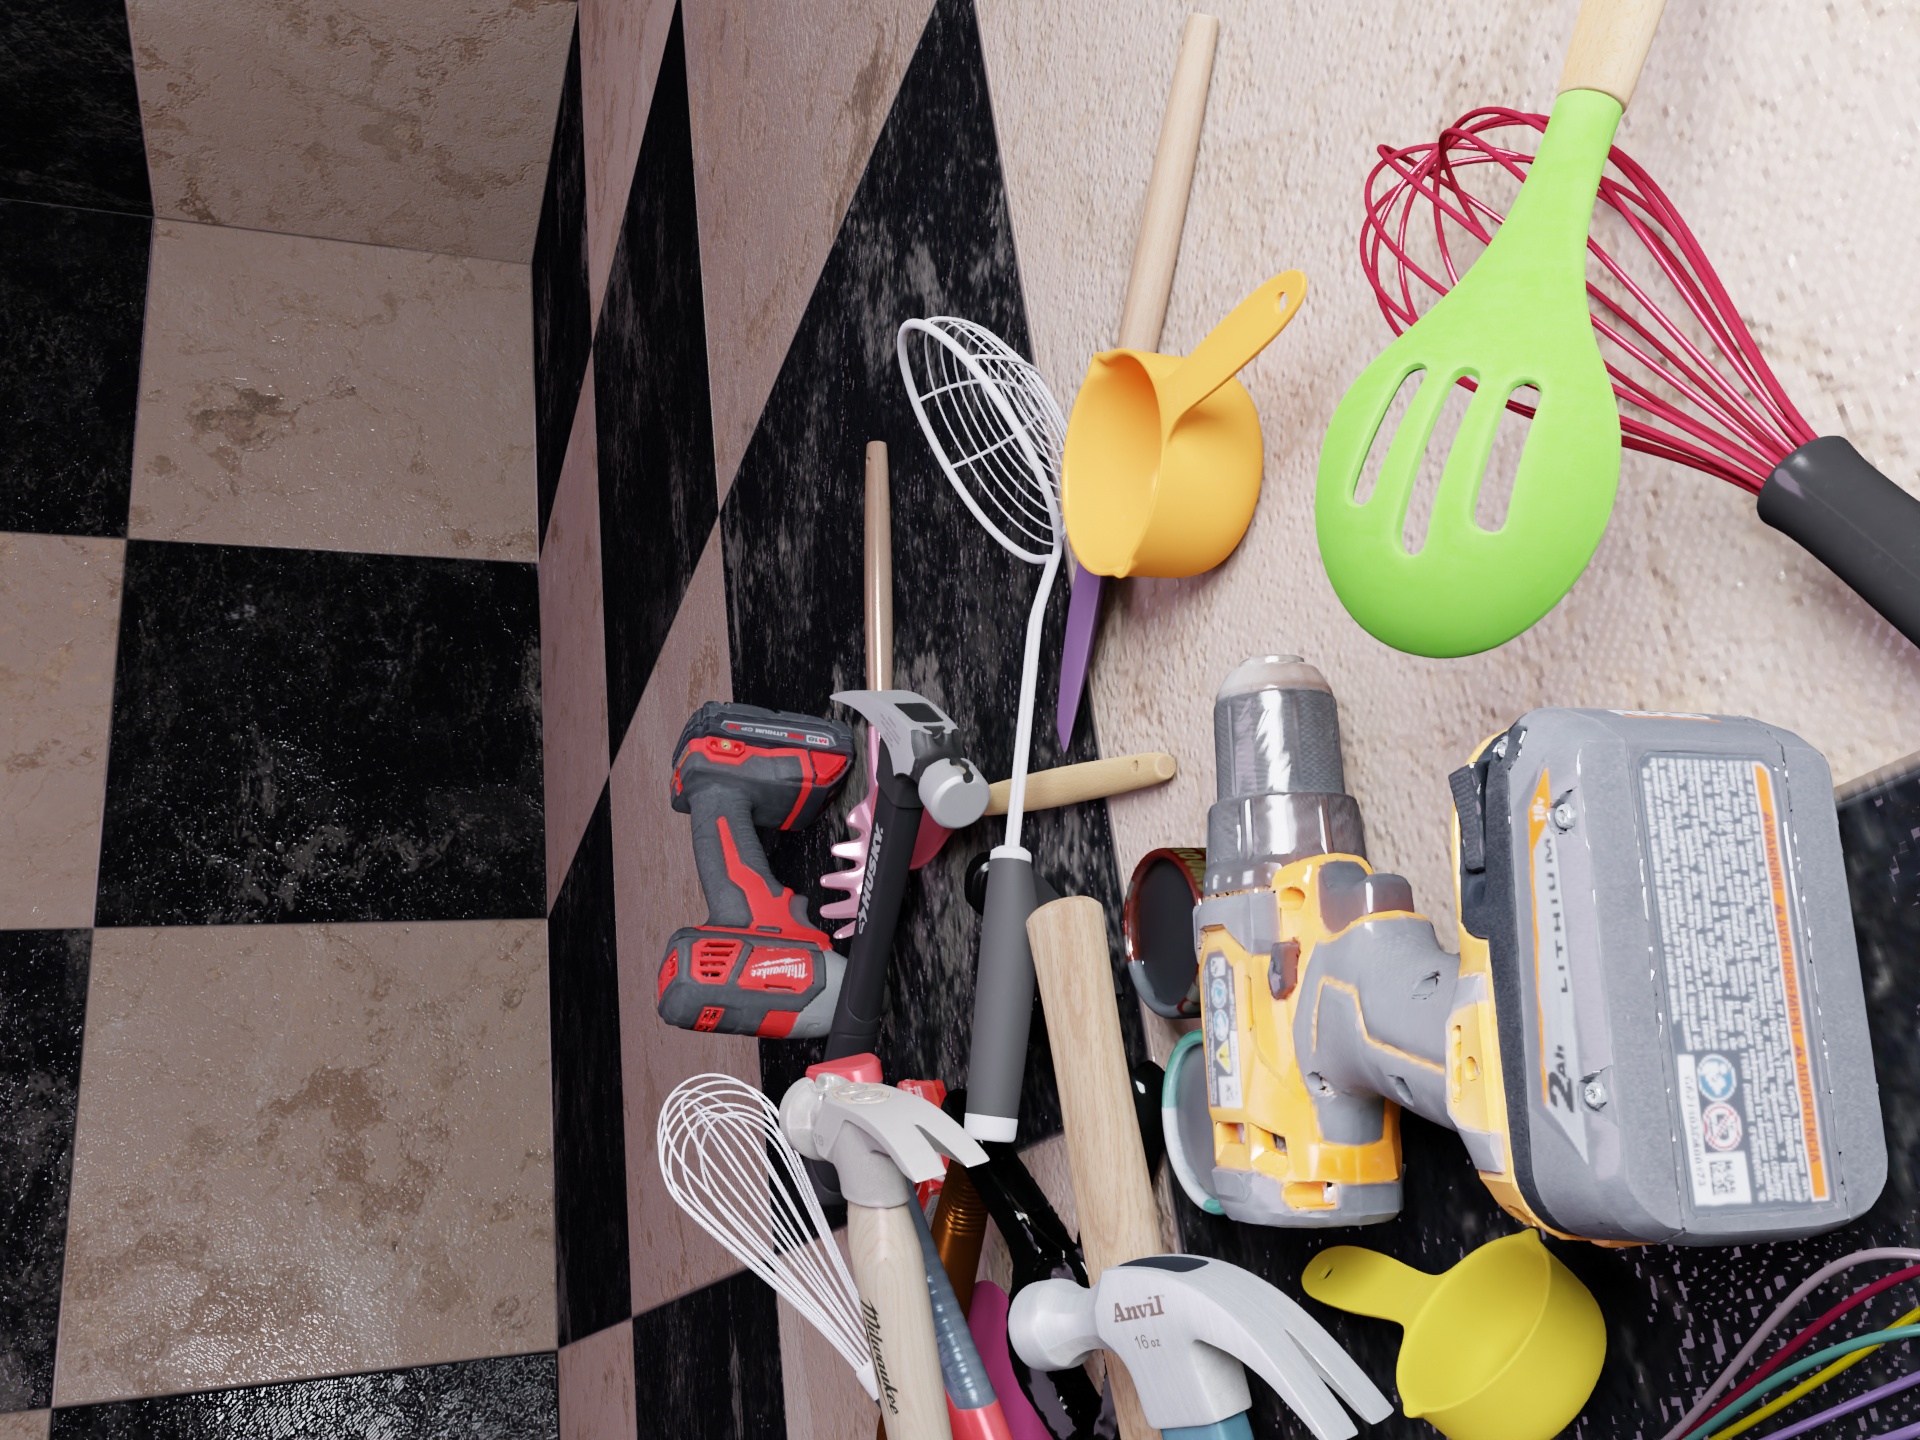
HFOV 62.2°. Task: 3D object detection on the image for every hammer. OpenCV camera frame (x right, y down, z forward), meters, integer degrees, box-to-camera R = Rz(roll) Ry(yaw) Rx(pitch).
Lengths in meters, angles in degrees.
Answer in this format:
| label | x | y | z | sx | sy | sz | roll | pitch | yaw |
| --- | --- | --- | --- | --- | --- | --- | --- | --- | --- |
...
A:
| label | x | y | z | sx | sy | sz | roll | pitch | yaw |
| --- | --- | --- | --- | --- | --- | --- | --- | --- | --- |
| hammer | 0.006 | 0.330 | 0.719 | 0.387 | 0.038 | 0.143 | 63 | 149 | 33 |
| hammer | 0.107 | 0.329 | 0.476 | 0.128 | 0.033 | 0.331 | -32 | 68 | 43 |
| hammer | 0.065 | 0.229 | 0.600 | 0.130 | 0.031 | 0.332 | -30 | 59 | 39 |
| hammer | -0.055 | 0.139 | 0.896 | 0.146 | 0.035 | 0.334 | -129 | 45 | -53 |
| hammer | 0.006 | 0.242 | 0.792 | 0.127 | 0.034 | 0.336 | -134 | 52 | -63 |
| hammer | -0.004 | 0.358 | 0.663 | 0.146 | 0.038 | 0.410 | -8 | 91 | 64 |

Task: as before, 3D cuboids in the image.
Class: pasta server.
| label | x | y | z | sx | sy | sz | roll | pitch | yaw |
| --- | --- | --- | --- | --- | --- | --- | --- | --- | --- |
| pasta server | -0.057 | -0.024 | 0.992 | 0.060 | 0.040 | 0.316 | -14 | 74 | 51 |

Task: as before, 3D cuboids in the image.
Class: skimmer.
| label | x | y | z | sx | sy | sz | roll | pitch | yaw |
| --- | --- | --- | --- | --- | --- | --- | --- | --- | --- |
| skimmer | -0.001 | -0.002 | 0.710 | 0.127 | 0.090 | 0.363 | 114 | 162 | -76 |

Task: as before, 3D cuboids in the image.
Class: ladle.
| label | x | y | z | sx | sy | sz | roll | pitch | yaw |
| --- | --- | --- | --- | --- | --- | --- | --- | --- | --- |
| ladle | 0.023 | 0.037 | 0.799 | 0.315 | 0.031 | 0.069 | 163 | 111 | -66 |

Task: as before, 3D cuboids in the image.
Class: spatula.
| label | x | y | z | sx | sy | sz | roll | pitch | yaw |
| --- | --- | --- | --- | --- | --- | --- | --- | --- | --- |
| spatula | 0.072 | -0.138 | 0.694 | 0.060 | 0.018 | 0.315 | -96 | 15 | -69 |

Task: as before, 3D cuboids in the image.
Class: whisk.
| label | x | y | z | sx | sy | sz | roll | pitch | yaw |
| --- | --- | --- | --- | --- | --- | --- | --- | --- | --- |
| whisk | -0.059 | 0.296 | 0.788 | 0.285 | 0.070 | 0.070 | 50 | 144 | 14 |
| whisk | 0.179 | -0.066 | 0.364 | 0.296 | 0.073 | 0.073 | -117 | 35 | -43 |
| whisk | 0.179 | 0.177 | 0.380 | 0.244 | 0.051 | 0.047 | 113 | 171 | -51 |

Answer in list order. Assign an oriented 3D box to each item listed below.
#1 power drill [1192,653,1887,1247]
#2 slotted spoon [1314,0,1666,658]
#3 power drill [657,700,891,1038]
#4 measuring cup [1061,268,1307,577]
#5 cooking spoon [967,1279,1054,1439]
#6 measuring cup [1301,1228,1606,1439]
| label | x | y | z | sx | sy | sz | roll | pitch | yaw |
| --- | --- | --- | --- | --- | --- | --- | --- | --- | --- |
| power drill | 0.132 | 0.053 | 0.450 | 0.226 | 0.084 | 0.185 | 143 | 128 | -69 |
| slotted spoon | 0.151 | -0.166 | 0.367 | 0.070 | 0.031 | 0.314 | 17 | 86 | 36 |
| power drill | -0.119 | 0.101 | 1.021 | 0.078 | 0.143 | 0.220 | 122 | 150 | -45 |
| measuring cup | 0.096 | -0.112 | 0.588 | 0.173 | 0.052 | 0.095 | 141 | 128 | -60 |
| cooking spoon | 0.060 | 0.334 | 0.691 | 0.319 | 0.017 | 0.069 | -160 | 78 | -68 |
| measuring cup | 0.141 | 0.181 | 0.479 | 0.062 | 0.029 | 0.156 | -49 | -2 | -14 |
